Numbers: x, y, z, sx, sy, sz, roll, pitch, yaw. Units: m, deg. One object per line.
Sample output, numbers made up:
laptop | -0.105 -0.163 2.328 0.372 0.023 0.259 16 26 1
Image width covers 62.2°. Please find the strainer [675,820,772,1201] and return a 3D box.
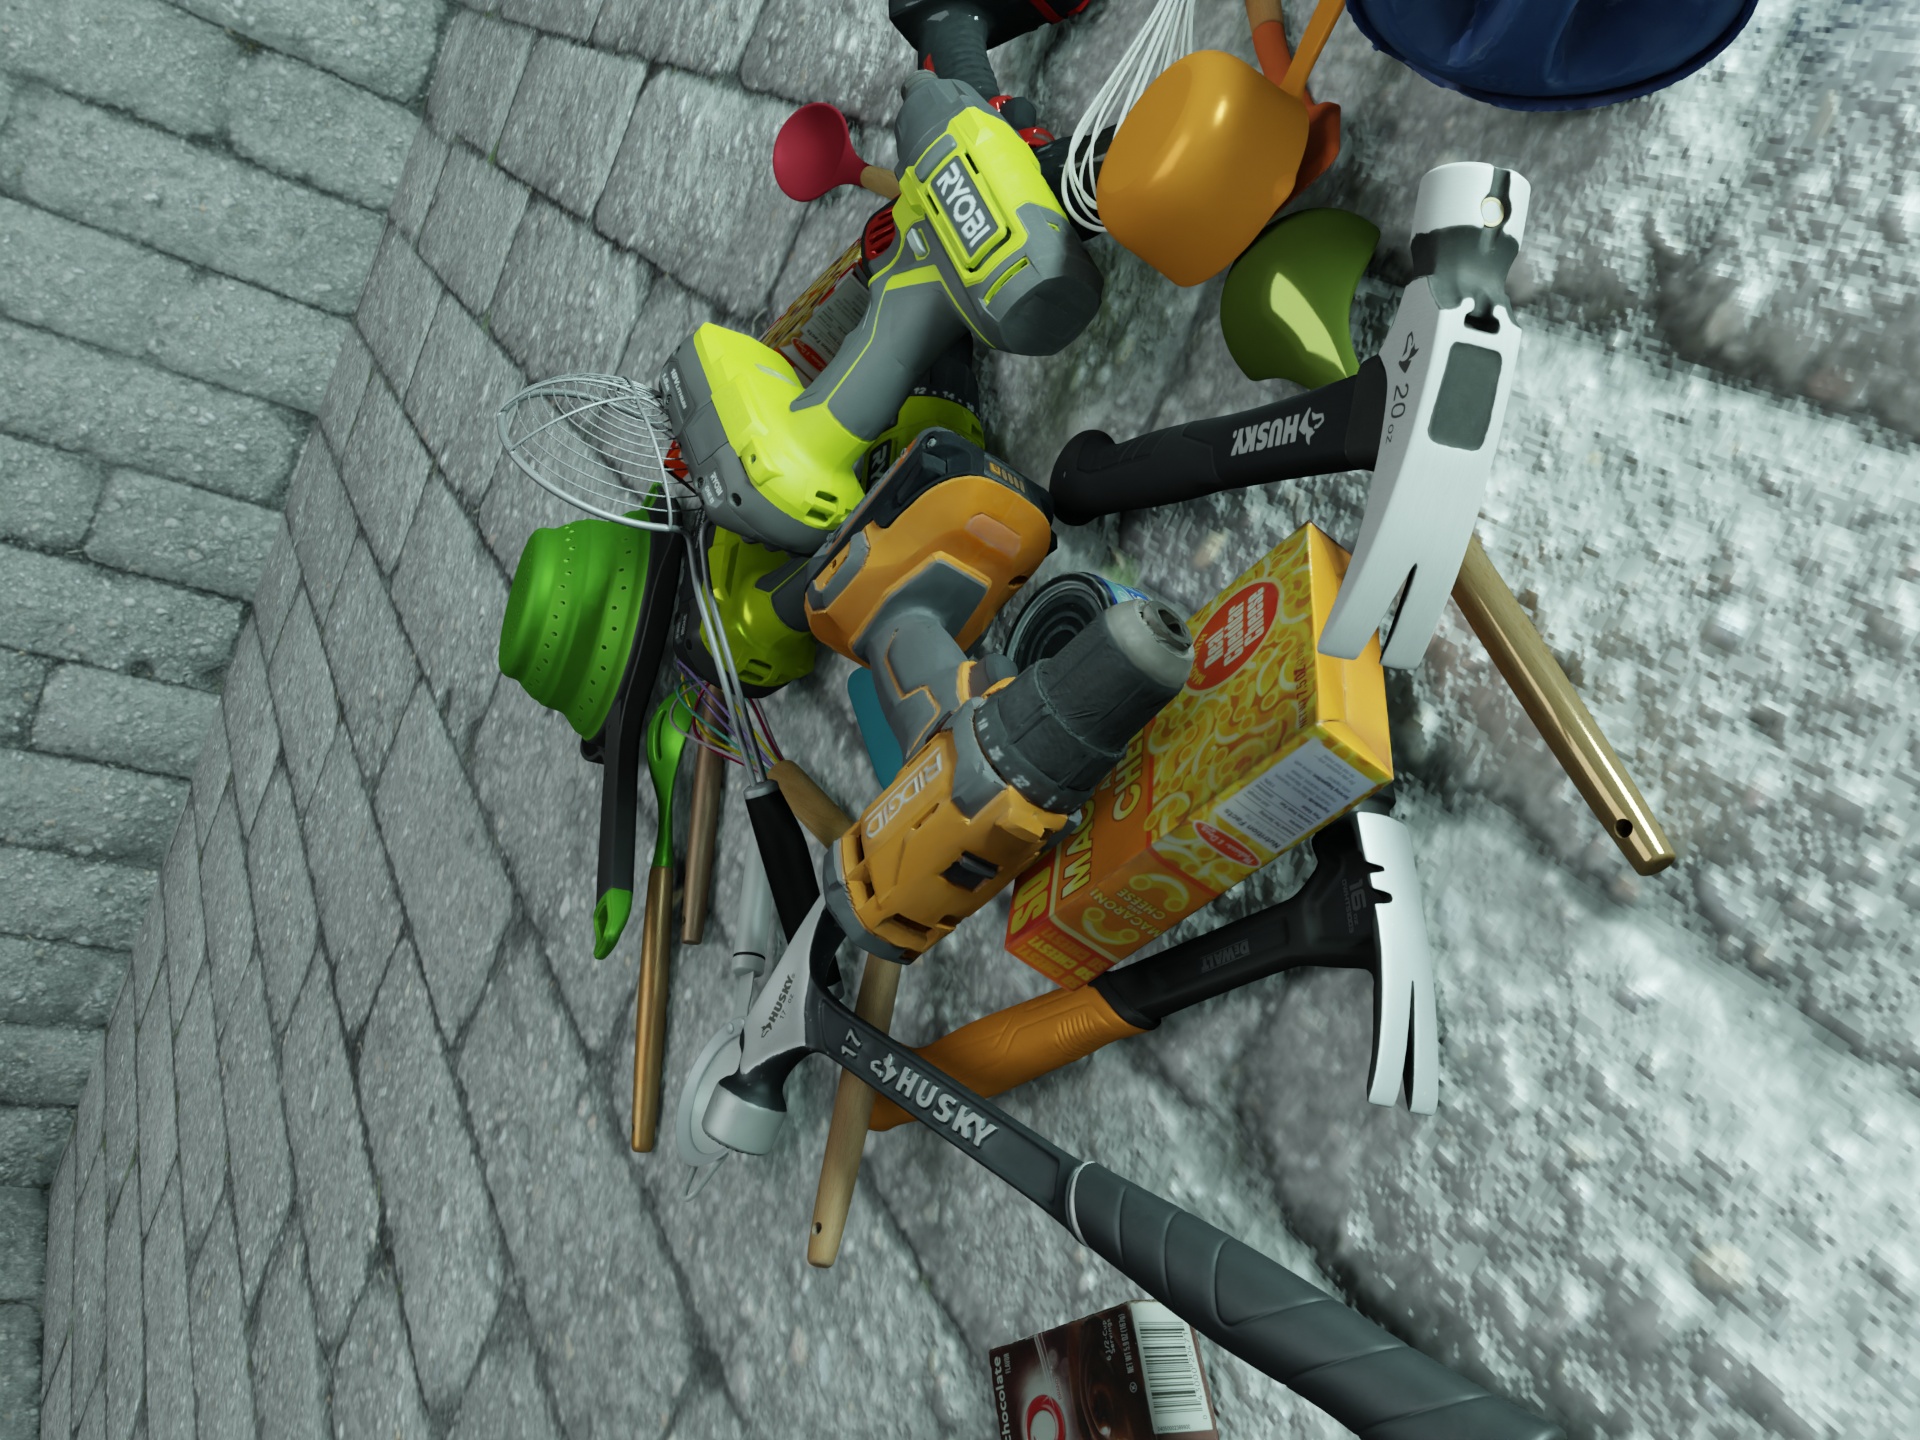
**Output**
strainer | -0.120 0.149 0.914 0.087 0.050 0.259 -25 51 42

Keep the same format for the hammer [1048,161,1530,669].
hammer | 0.100 -0.098 0.617 0.335 0.035 0.146 -168 87 -74

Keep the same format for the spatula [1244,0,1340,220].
spatula | 0.136 -0.344 0.748 0.081 0.041 0.323 -34 49 46

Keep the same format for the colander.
colander | -0.269 -0.015 1.101 0.204 0.094 0.398 -55 31 41

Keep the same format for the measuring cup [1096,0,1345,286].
measuring cup | 0.115 -0.269 0.656 0.173 0.052 0.095 -63 23 7

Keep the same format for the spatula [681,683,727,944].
spatula | -0.162 -0.007 1.058 0.060 0.018 0.316 -25 56 52

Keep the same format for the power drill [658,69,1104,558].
power drill | -0.047 -0.202 0.795 0.223 0.080 0.171 -40 58 27

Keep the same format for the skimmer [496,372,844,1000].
skimmer | -0.146 -0.016 0.861 0.090 0.127 0.363 -13 96 34

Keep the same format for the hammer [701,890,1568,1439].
hammer | 0.039 0.170 0.604 0.409 0.036 0.149 19 85 49

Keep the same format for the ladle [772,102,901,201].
ladle | -0.048 -0.350 1.030 0.316 0.031 0.069 43 114 52

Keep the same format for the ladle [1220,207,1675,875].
ladle | 0.177 -0.078 0.587 0.078 0.062 0.320 -47 49 34

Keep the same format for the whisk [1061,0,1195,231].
whisk | 0.103 -0.337 0.741 0.059 0.057 0.246 14 81 27

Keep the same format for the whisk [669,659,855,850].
whisk | -0.115 0.026 0.953 0.245 0.051 0.047 39 109 47

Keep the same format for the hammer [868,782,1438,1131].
hammer | 0.055 0.133 0.671 0.337 0.034 0.127 -32 50 45

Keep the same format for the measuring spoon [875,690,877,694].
measuring spoon | -0.001 -0.002 0.779 0.042 0.021 0.129 -49 40 2

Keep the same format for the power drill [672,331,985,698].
power drill | -0.070 -0.120 0.921 0.228 0.080 0.191 -24 53 46

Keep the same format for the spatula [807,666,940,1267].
spatula | -0.044 0.105 0.783 0.082 0.044 0.318 -18 48 37

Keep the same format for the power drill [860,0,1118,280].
power drill | 0.036 -0.340 0.847 0.188 0.080 0.227 -11 68 35

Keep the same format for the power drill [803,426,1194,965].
power drill | 0.009 -0.032 0.680 0.185 0.084 0.226 -45 34 28

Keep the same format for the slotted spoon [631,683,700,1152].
slotted spoon | -0.199 0.123 1.049 0.070 0.031 0.314 144 130 -60
